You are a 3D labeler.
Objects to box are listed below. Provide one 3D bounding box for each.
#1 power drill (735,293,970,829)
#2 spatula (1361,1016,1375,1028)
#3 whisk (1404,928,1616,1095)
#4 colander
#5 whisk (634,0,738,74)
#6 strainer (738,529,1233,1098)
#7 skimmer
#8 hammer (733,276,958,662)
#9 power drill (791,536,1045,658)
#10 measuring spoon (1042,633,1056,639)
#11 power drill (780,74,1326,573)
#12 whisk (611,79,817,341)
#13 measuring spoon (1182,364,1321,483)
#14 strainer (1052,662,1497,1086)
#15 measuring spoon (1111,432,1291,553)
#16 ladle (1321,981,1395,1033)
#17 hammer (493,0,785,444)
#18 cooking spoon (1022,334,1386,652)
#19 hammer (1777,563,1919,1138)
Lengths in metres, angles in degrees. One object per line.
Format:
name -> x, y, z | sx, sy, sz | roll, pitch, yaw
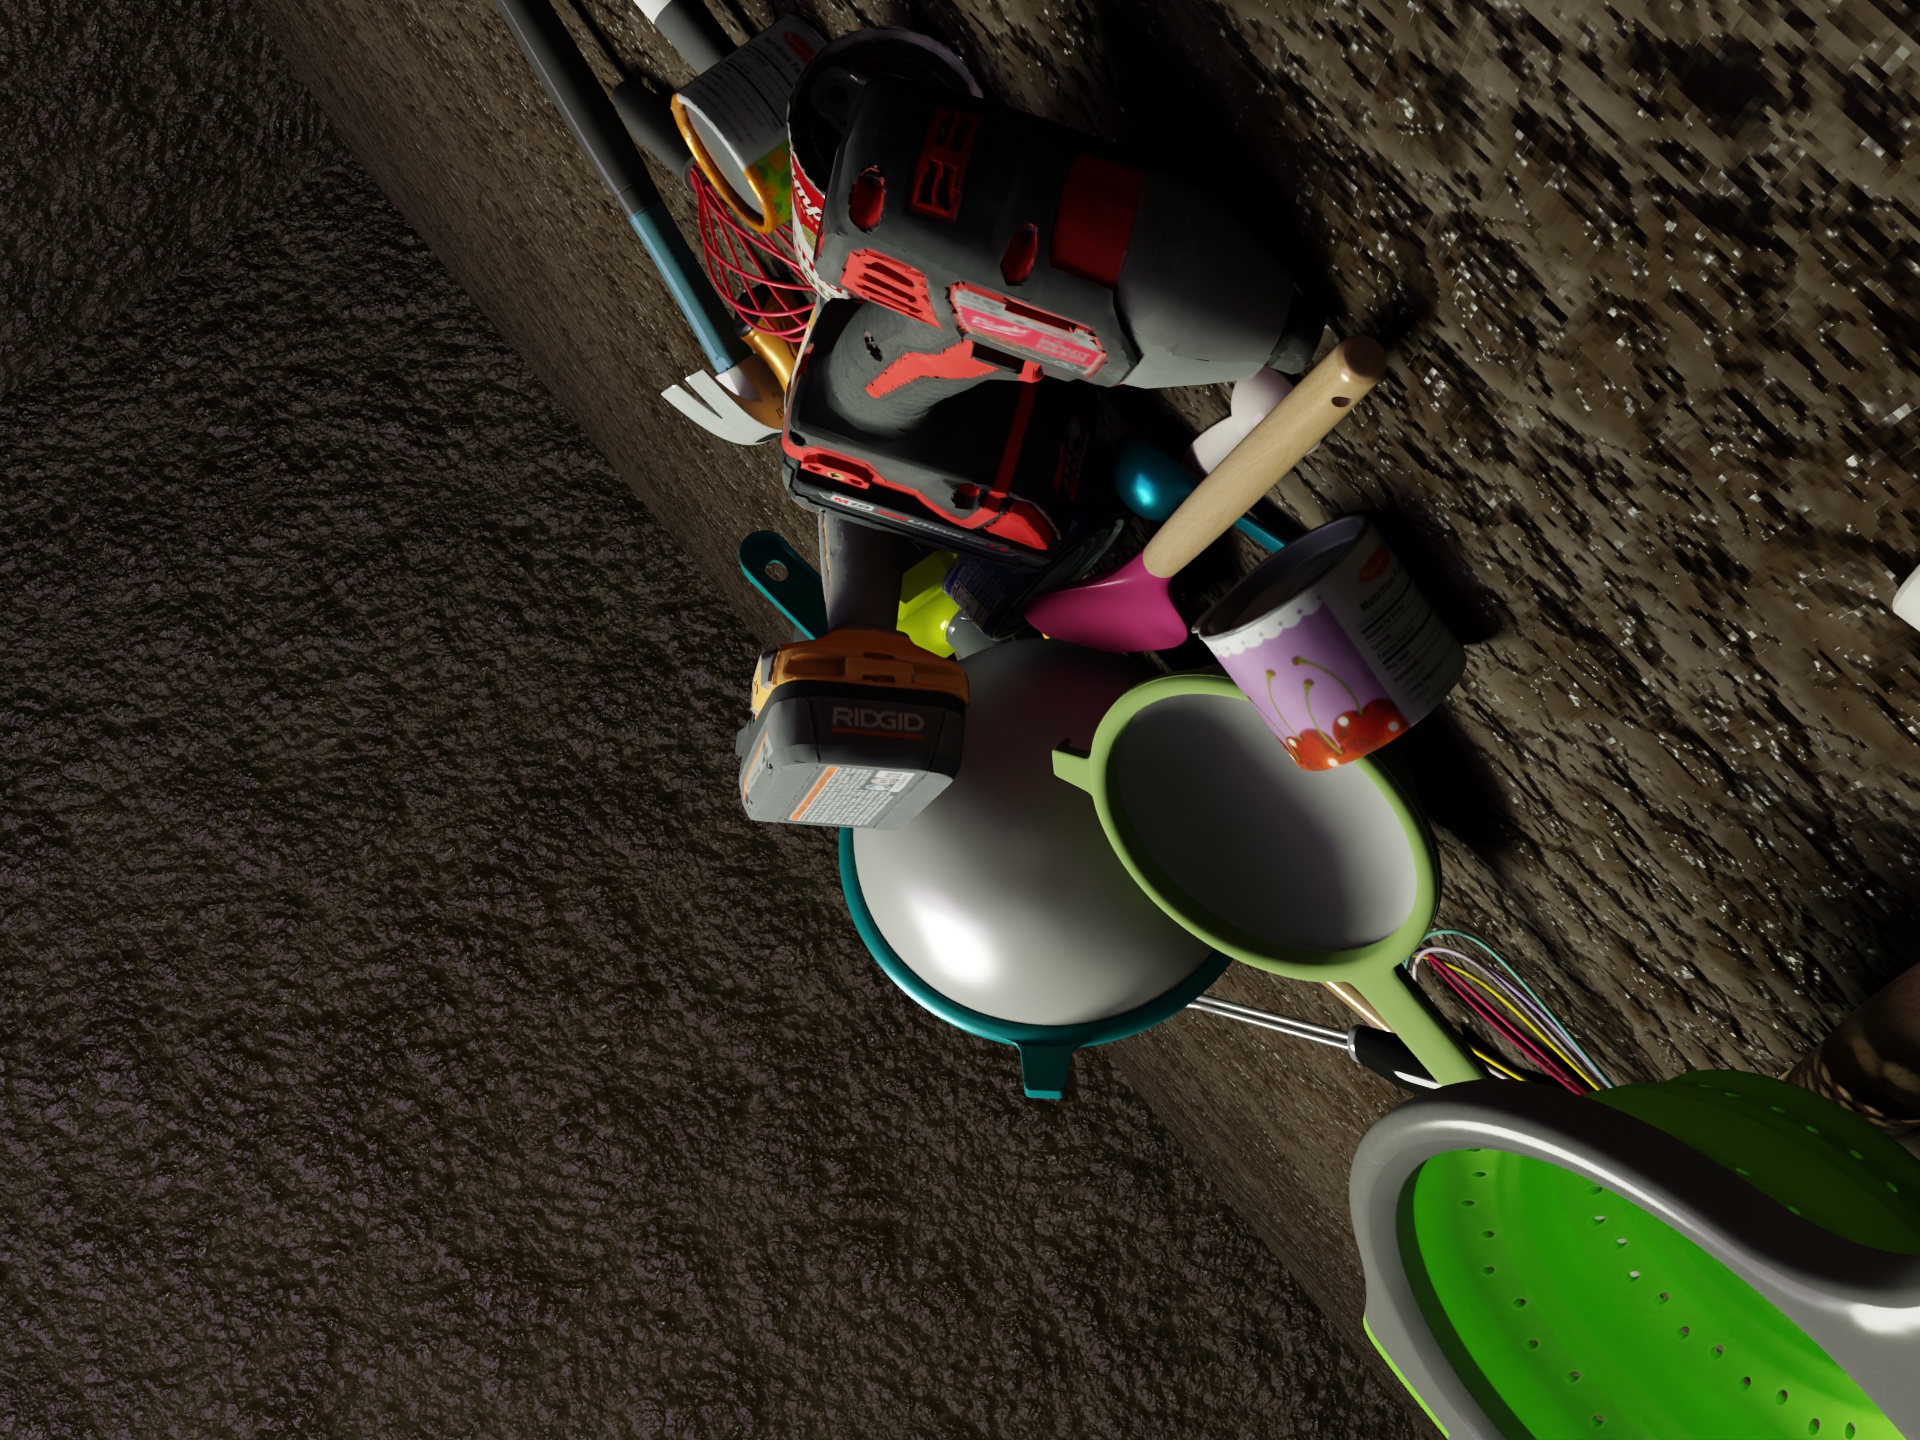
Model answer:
power drill -> -0.051, -0.069, 0.703 | 0.185, 0.084, 0.226 | 133, 139, -68
spatula -> 0.212, 0.141, 0.929 | 0.316, 0.018, 0.059 | 46, 170, 23
whisk -> 0.274, 0.164, 0.651 | 0.245, 0.051, 0.047 | 39, -173, 39
colander -> 0.232, 0.130, 0.378 | 0.205, 0.094, 0.396 | 50, 155, 16
whisk -> -0.149, -0.337, 0.676 | 0.284, 0.070, 0.070 | 47, 173, -13
strainer -> -0.001, -0.002, 0.767 | 0.341, 0.211, 0.095 | 44, 165, 21
skimmer -> 0.174, 0.132, 0.848 | 0.363, 0.090, 0.127 | 8, 149, 48
hammer -> -0.041, -0.113, 0.977 | 0.034, 0.127, 0.336 | -3, 119, 51
power drill -> 0.012, -0.003, 0.865 | 0.223, 0.171, 0.080 | 50, 172, 28
measuring spoon -> 0.070, -0.039, 0.946 | 0.117, 0.011, 0.021 | 39, 166, 40
power drill -> 0.017, -0.118, 0.517 | 0.143, 0.078, 0.219 | 16, 170, -9
whisk -> -0.124, -0.271, 0.811 | 0.296, 0.073, 0.073 | 52, 174, 42
measuring spoon -> 0.092, -0.093, 0.550 | 0.034, 0.018, 0.124 | 51, 173, -2
strainer -> 0.166, 0.068, 0.650 | 0.256, 0.069, 0.151 | 50, 143, -8
measuring spoon -> 0.100, -0.065, 0.582 | 0.129, 0.021, 0.042 | 41, -179, 31
ladle -> 0.171, 0.095, 0.911 | 0.320, 0.062, 0.078 | 40, 167, 21
hammer -> -0.190, -0.310, 0.927 | 0.331, 0.033, 0.128 | 59, -149, -16
cooking spoon -> 0.079, -0.065, 0.565 | 0.068, 0.017, 0.319 | 15, 168, -7
hammer -> 0.249, 0.074, 0.391 | 0.130, 0.031, 0.331 | 47, 171, 27
